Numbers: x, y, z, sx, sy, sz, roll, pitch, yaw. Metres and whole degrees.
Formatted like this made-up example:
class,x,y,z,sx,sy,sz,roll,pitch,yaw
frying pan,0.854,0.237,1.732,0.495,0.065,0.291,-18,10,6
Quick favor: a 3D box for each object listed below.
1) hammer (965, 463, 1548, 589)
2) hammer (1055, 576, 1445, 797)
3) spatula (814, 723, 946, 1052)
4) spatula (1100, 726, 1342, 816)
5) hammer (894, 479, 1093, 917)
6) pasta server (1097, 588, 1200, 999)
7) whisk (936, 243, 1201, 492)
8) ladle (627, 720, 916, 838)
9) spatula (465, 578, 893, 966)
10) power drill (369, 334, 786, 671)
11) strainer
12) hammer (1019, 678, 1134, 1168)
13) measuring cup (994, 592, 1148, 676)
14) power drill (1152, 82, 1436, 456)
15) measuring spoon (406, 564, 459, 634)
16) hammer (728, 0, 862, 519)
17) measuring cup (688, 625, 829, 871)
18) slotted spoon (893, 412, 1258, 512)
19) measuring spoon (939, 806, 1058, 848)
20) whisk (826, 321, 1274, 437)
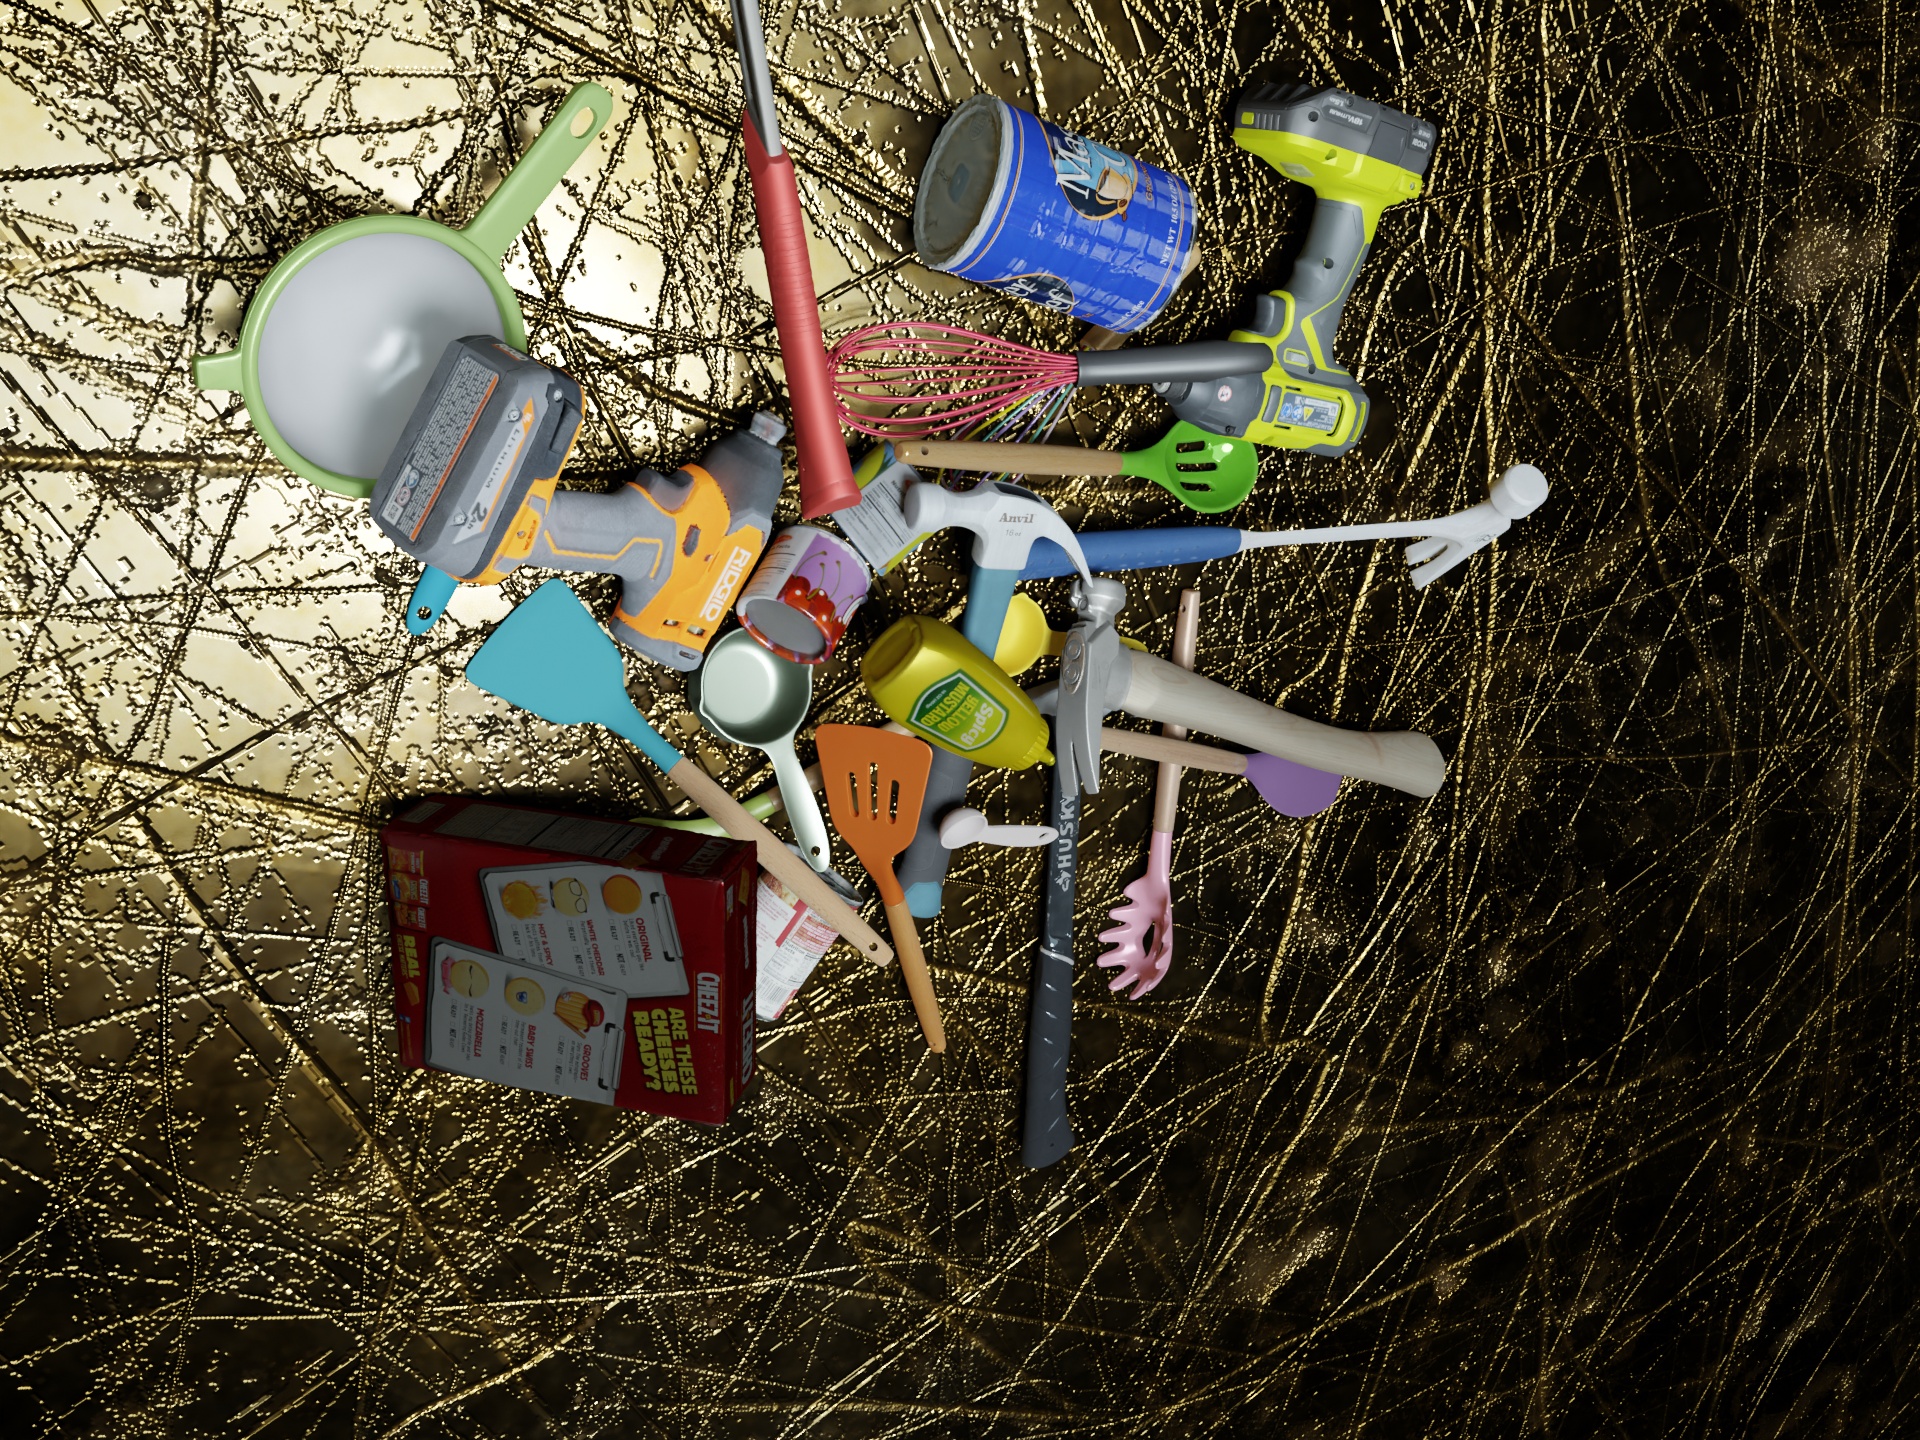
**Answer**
class,x,y,z,sx,sy,sz,roll,pitch,yaw
hammer,0.200,-0.123,1.118,0.405,0.144,0.035,-6,72,-16
hammer,0.228,0.016,1.171,0.410,0.038,0.146,15,75,-38
spatula,-0.038,0.129,1.092,0.322,0.081,0.041,78,29,-45
spatula,0.191,0.032,1.181,0.315,0.018,0.060,11,97,-42
hammer,-0.002,-0.003,1.049,0.128,0.033,0.330,-1,124,-23
pasta server,0.150,0.058,1.193,0.040,0.060,0.316,-10,111,-41
whisk,0.071,-0.227,1.038,0.245,0.051,0.047,-47,117,-6
ladle,-0.100,0.043,1.055,0.320,0.062,0.078,-29,106,-16
spatula,-0.161,0.047,0.992,0.317,0.044,0.082,43,85,-6
power drill,-0.195,-0.129,0.893,0.226,0.084,0.164,22,99,-55
strainer,-0.280,-0.240,0.840,0.256,0.069,0.151,-53,142,-3
hammer,0.069,0.160,1.194,0.149,0.036,0.408,-7,112,-22
measuring cup,0.067,-0.057,1.118,0.156,0.029,0.062,6,104,-37
power drill,0.218,-0.295,1.054,0.171,0.080,0.223,3,108,-34
measuring spoon,-0.287,-0.104,0.921,0.042,0.021,0.128,26,96,-32
hammer,-0.104,-0.285,0.877,0.036,0.149,0.358,-18,121,-18
measuring cup,-0.122,0.020,1.021,0.083,0.038,0.167,-26,106,-29
slotted spoon,0.082,-0.170,1.031,0.313,0.031,0.070,-6,89,-41
measuring spoon,0.027,0.073,1.095,0.034,0.018,0.124,-47,149,24
whisk,0.052,-0.216,0.985,0.295,0.073,0.073,-5,113,-9
